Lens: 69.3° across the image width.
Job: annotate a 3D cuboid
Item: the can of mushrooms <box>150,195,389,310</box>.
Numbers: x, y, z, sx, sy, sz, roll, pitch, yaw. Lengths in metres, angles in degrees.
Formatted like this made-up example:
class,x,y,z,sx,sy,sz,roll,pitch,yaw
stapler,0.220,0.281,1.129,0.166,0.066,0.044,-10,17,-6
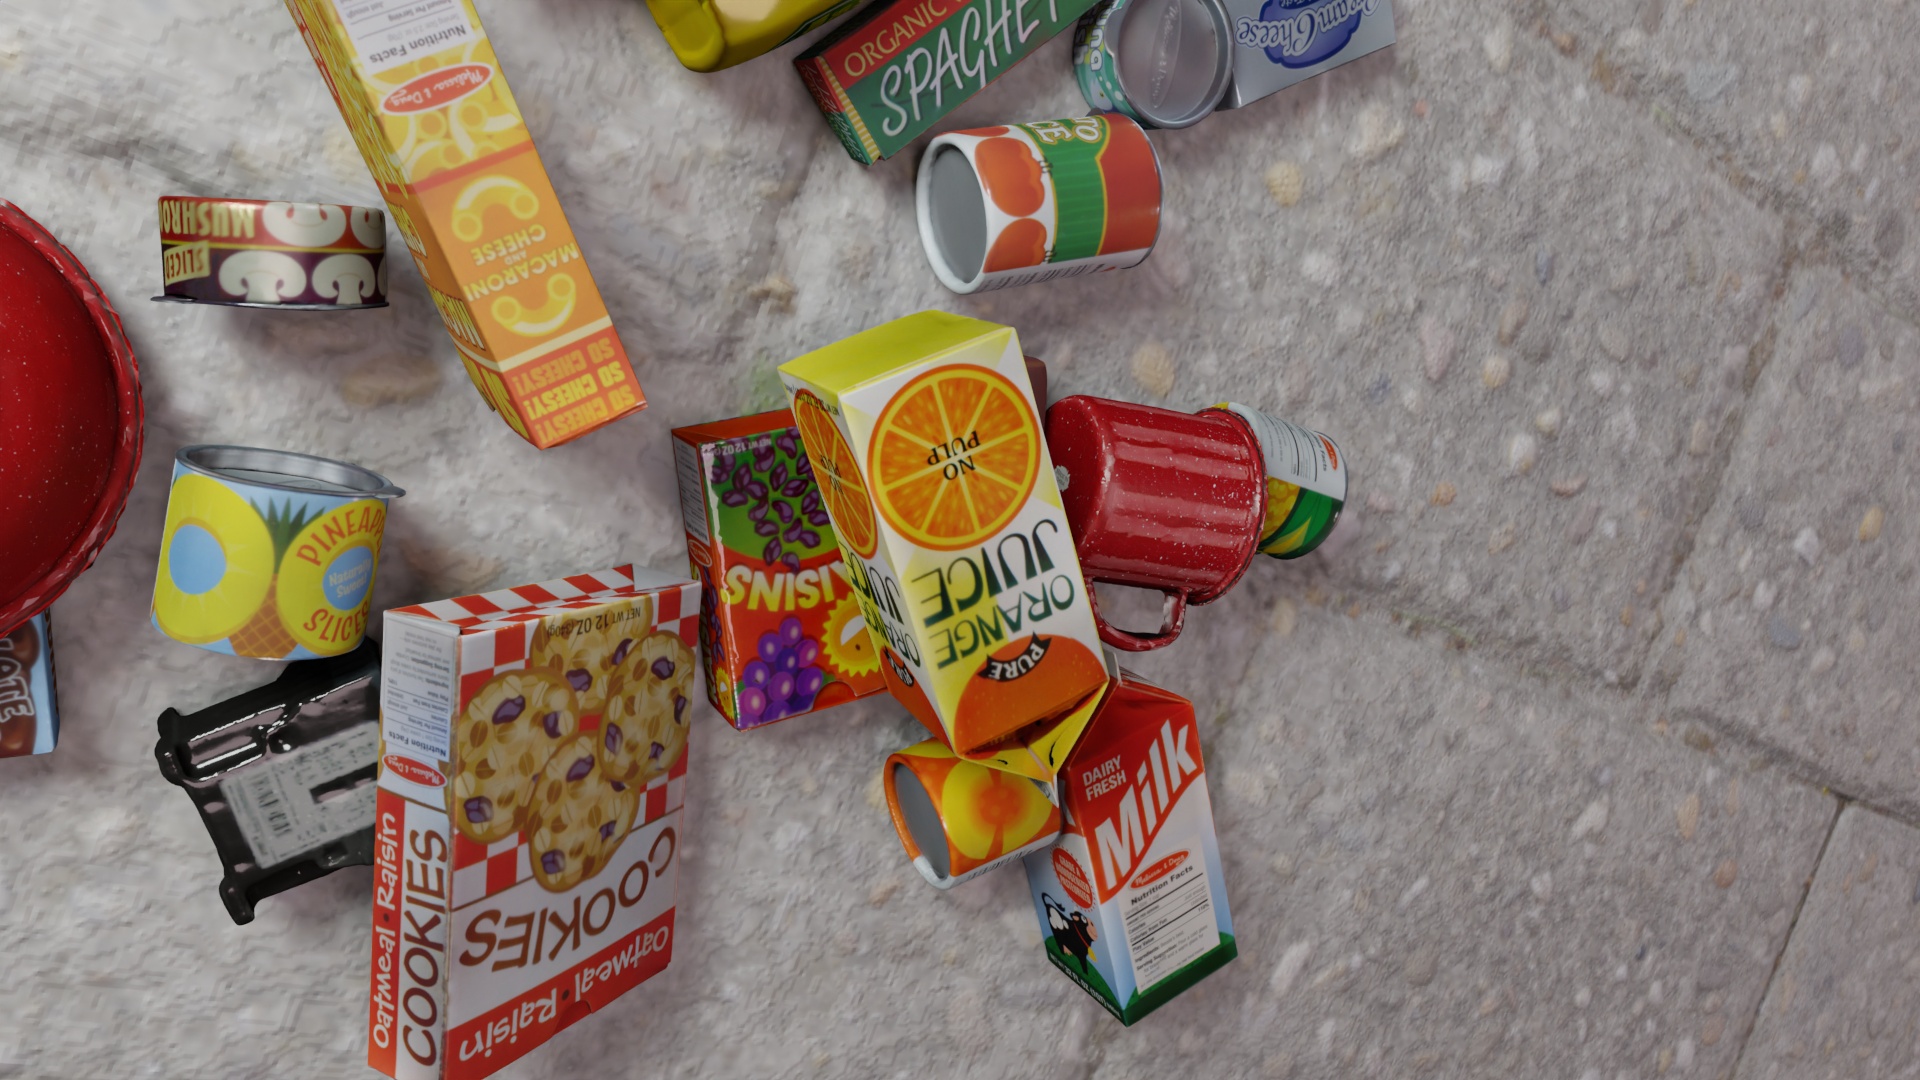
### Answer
class,x,y,z,sx,sy,sz,roll,pitch,yaw
can of mushrooms,-0.221,-0.092,0.445,0.071,0.071,0.033,-3,104,-29

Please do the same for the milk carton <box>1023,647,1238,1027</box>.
class,x,y,z,sx,sy,sz,roll,pitch,yaw
milk carton,0.071,0.126,0.669,0.074,0.072,0.189,-23,114,-23

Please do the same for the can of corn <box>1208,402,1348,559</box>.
class,x,y,z,sx,sy,sz,roll,pitch,yaw
can of corn,0.142,-0.027,0.675,0.058,0.071,0.071,15,95,-32

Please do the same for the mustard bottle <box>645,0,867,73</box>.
class,x,y,z,sx,sy,sz,roll,pitch,yaw
mustard bottle,-0.039,-0.228,0.520,0.161,0.065,0.048,-36,112,-22

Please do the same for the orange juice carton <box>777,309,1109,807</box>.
class,x,y,z,sx,sy,sz,roll,pitch,yaw
orange juice carton,0.000,0.012,0.548,0.073,0.072,0.192,-24,113,-18

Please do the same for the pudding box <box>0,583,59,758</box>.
class,x,y,z,sx,sy,sz,roll,pitch,yaw
pudding box,-0.318,0.028,0.441,0.050,0.030,0.083,-3,104,-30

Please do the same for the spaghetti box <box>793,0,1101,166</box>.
class,x,y,z,sx,sy,sz,roll,pitch,yaw
spaghetti box,0.040,-0.246,0.581,0.251,0.029,0.050,-41,119,-15

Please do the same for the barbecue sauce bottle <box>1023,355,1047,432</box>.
class,x,y,z,sx,sy,sz,roll,pitch,yaw
barbecue sauce bottle,0.002,-0.008,0.611,0.065,0.044,0.148,-4,105,-28

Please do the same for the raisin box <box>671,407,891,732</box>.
class,x,y,z,sx,sy,sz,roll,pitch,yaw
raisin box,-0.066,0.008,0.578,0.086,0.040,0.123,-14,110,-28

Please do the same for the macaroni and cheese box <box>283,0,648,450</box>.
class,x,y,z,sx,sy,sz,roll,pitch,yaw
macaroni and cheese box,-0.163,-0.119,0.439,0.040,0.124,0.165,-28,115,-18

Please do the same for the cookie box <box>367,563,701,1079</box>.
class,x,y,z,sx,sy,sz,roll,pitch,yaw
cookie box,-0.154,0.101,0.515,0.123,0.040,0.167,-13,112,-62

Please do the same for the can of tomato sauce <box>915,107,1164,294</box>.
class,x,y,z,sx,sy,sz,roll,pitch,yaw
can of tomato sauce,0.032,-0.143,0.581,0.083,0.071,0.071,-15,110,-26

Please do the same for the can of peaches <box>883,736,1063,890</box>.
class,x,y,z,sx,sy,sz,roll,pitch,yaw
can of peaches,0.004,0.115,0.631,0.058,0.071,0.071,-19,112,-24

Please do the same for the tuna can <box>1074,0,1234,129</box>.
class,x,y,z,sx,sy,sz,roll,pitch,yaw
tuna can,0.083,-0.215,0.611,0.071,0.033,0.071,-8,106,-28

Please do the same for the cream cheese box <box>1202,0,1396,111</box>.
class,x,y,z,sx,sy,sz,roll,pitch,yaw
cream cheese box,0.158,-0.244,0.653,0.104,0.024,0.053,-28,116,-21

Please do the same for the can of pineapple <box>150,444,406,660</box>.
class,x,y,z,sx,sy,sz,roll,pitch,yaw
can of pineapple,-0.228,0.004,0.465,0.071,0.071,0.057,8,99,-31
